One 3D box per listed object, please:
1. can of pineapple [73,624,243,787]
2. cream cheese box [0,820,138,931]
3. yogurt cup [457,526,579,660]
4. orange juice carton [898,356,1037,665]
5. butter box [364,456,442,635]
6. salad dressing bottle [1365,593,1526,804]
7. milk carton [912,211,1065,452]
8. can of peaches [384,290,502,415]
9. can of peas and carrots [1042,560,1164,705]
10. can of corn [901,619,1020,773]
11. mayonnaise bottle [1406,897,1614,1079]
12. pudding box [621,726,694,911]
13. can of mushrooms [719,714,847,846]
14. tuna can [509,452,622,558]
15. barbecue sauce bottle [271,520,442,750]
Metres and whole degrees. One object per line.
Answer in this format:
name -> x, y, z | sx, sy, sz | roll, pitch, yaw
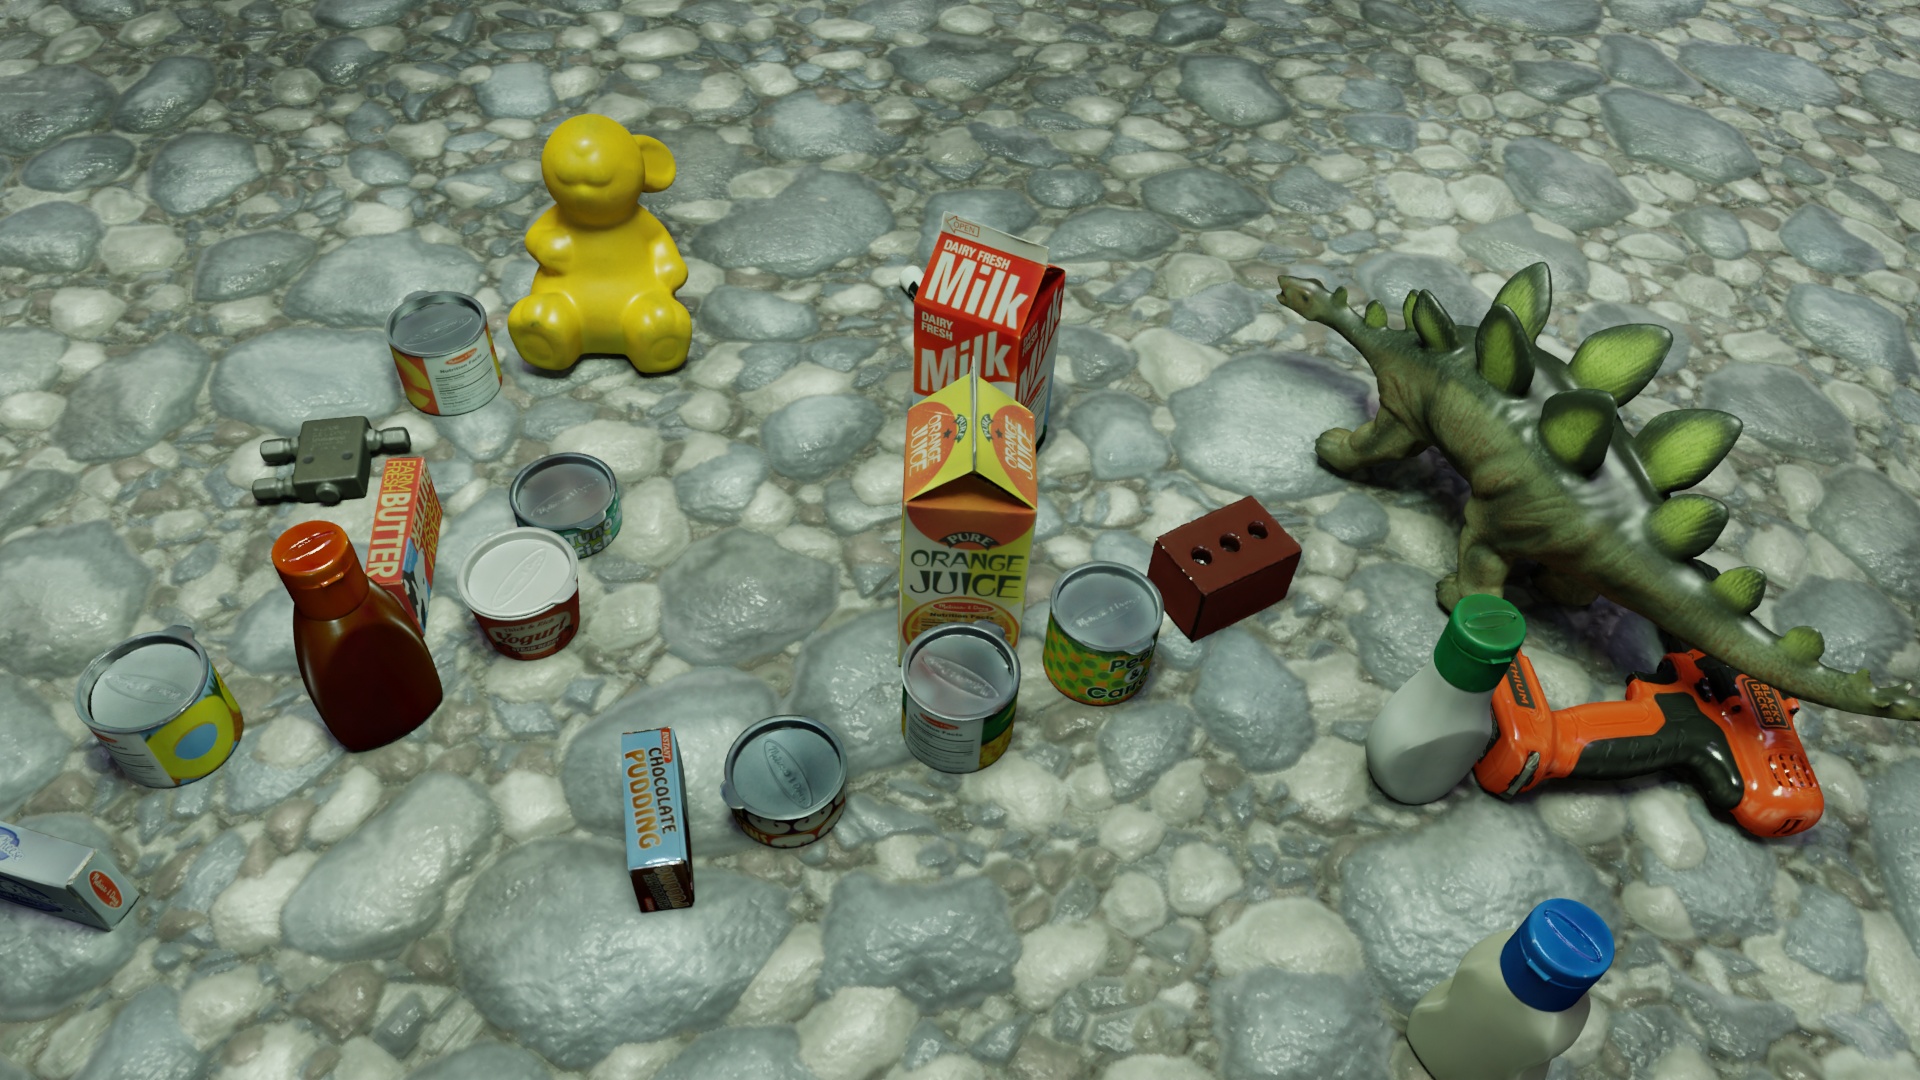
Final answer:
can of pineapple -> -0.434, 0.091, 0.758 | 0.071, 0.057, 0.071 | 2, 50, -2
cream cheese box -> -0.474, 0.163, 0.697 | 0.104, 0.053, 0.024 | 13, 50, 8
yogurt cup -> -0.257, 0.034, 0.822 | 0.072, 0.053, 0.073 | 2, 50, -2
orange juice carton -> 0.003, -0.010, 0.785 | 0.073, 0.191, 0.072 | 3, 50, -1
butter box -> -0.337, 0.003, 0.843 | 0.024, 0.052, 0.104 | -4, 50, -7
salad dressing bottle -> 0.262, 0.087, 0.749 | 0.064, 0.146, 0.044 | -7, 50, -9
milk carton -> 0.017, -0.120, 0.881 | 0.072, 0.189, 0.074 | 22, 52, 14
can of peaches -> -0.354, -0.129, 0.952 | 0.071, 0.057, 0.071 | 2, 50, -2
can of peas and carrots -> 0.085, 0.057, 0.821 | 0.071, 0.058, 0.071 | 2, 50, -2
can of corn -> 0.001, 0.088, 0.789 | 0.071, 0.058, 0.071 | 2, 50, -2
mayonnaise bottle -> 0.255, 0.214, 0.640 | 0.041, 0.147, 0.065 | -29, 57, -25
pudding box -> -0.160, 0.147, 0.734 | 0.030, 0.049, 0.084 | -7, 50, -10
can of mushrooms -> -0.097, 0.133, 0.761 | 0.071, 0.033, 0.071 | 2, 50, -2
tuna can -> -0.248, -0.020, 0.882 | 0.071, 0.032, 0.071 | 2, 50, -2
barbecue sauce bottle -> -0.324, 0.051, 0.741 | 0.065, 0.147, 0.044 | -34, 59, -28
